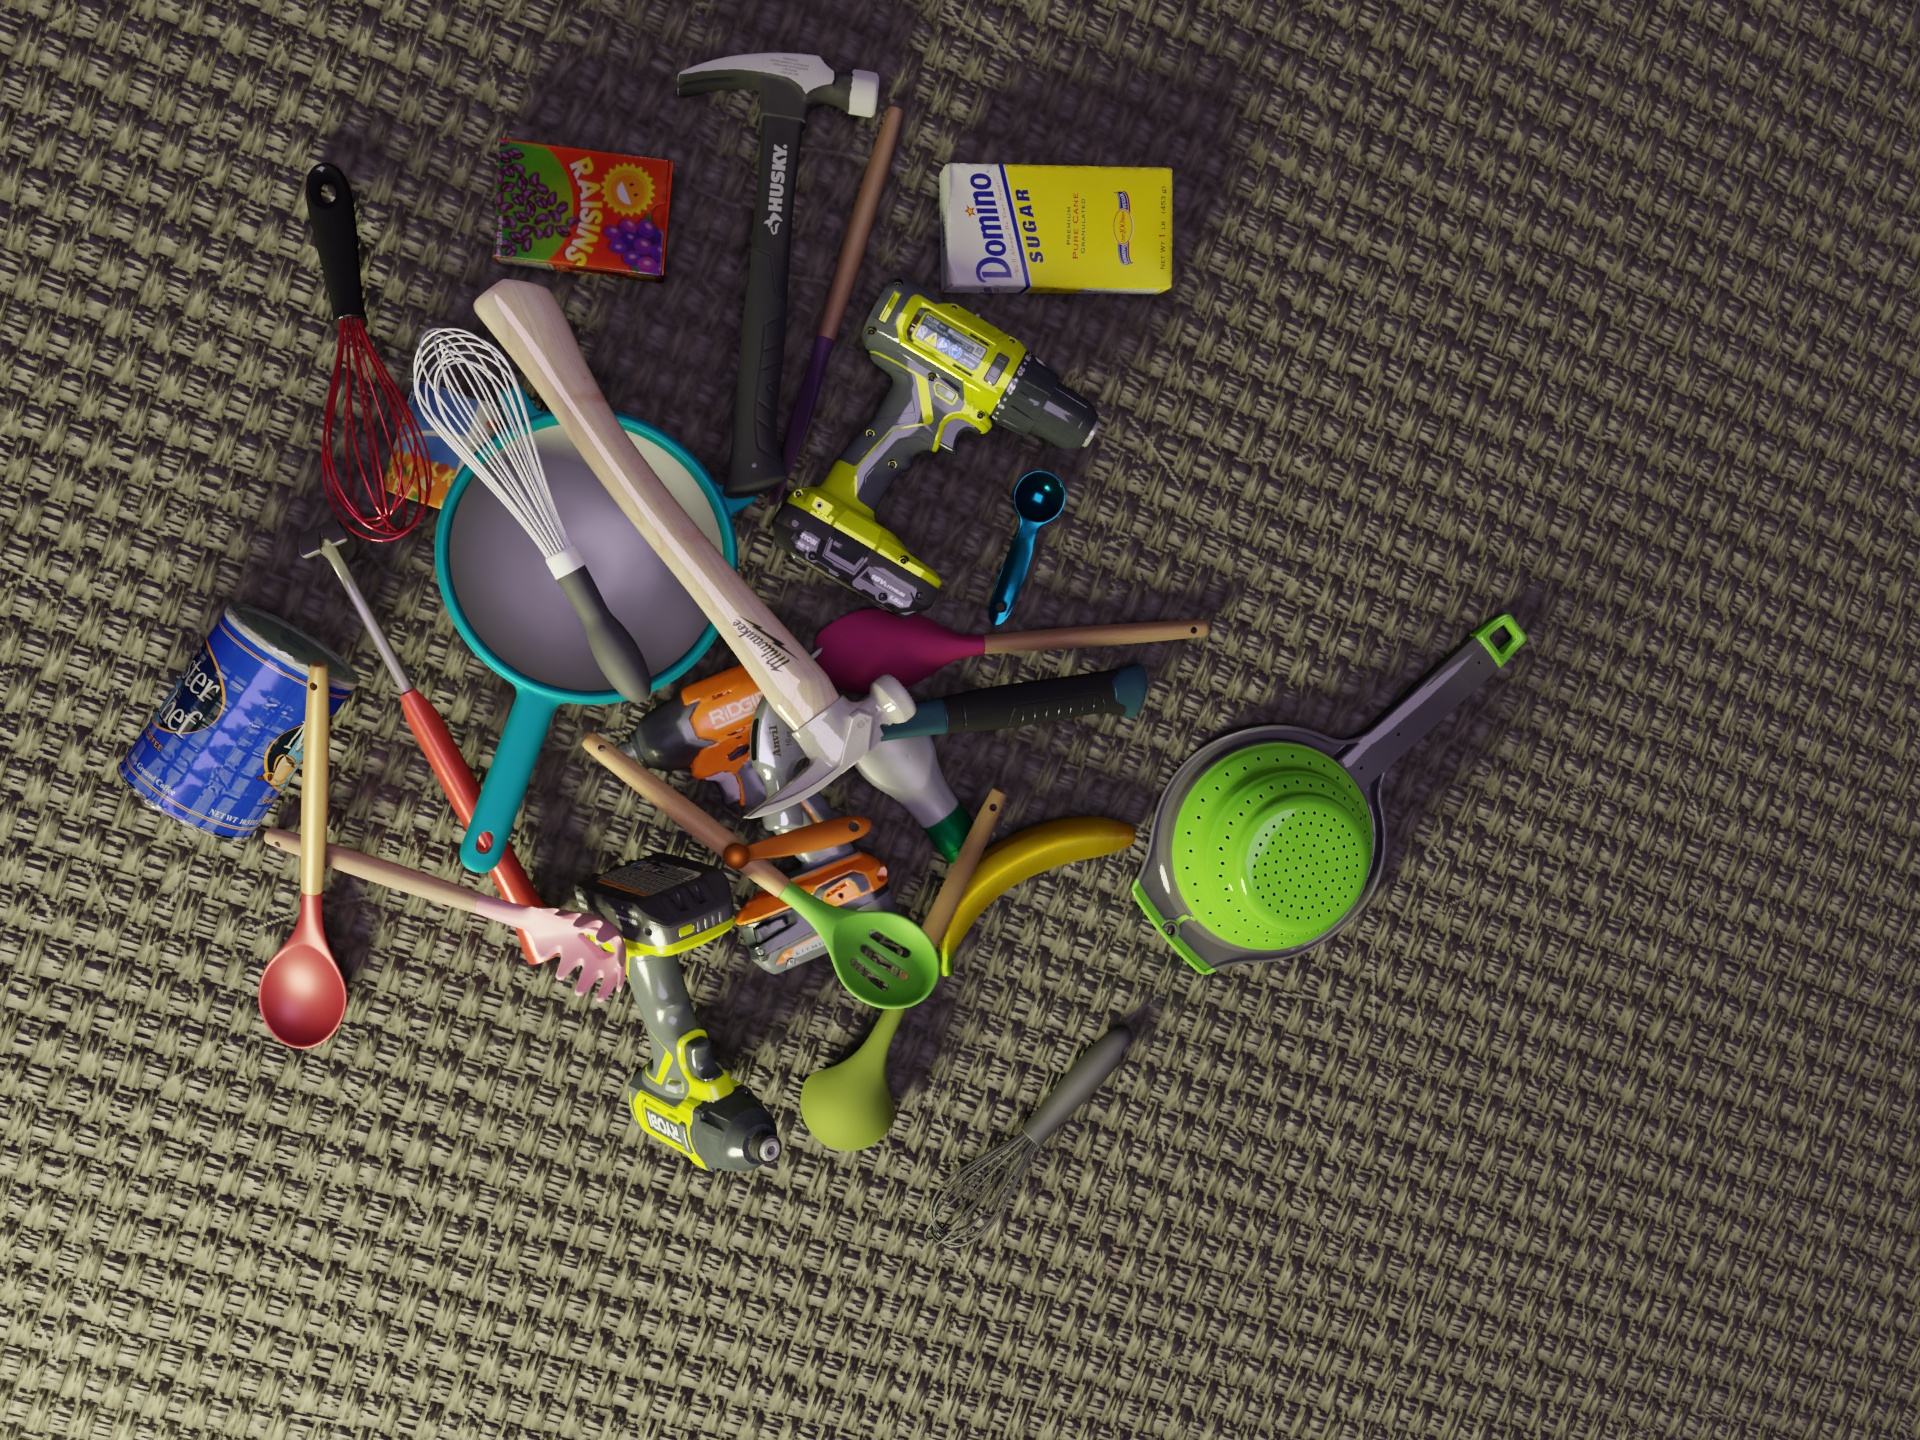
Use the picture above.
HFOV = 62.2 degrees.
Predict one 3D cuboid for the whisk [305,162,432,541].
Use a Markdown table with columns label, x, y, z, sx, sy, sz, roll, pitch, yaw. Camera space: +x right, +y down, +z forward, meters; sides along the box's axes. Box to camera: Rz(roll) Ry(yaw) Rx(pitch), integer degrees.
| label | x | y | z | sx | sy | sz | roll | pitch | yaw |
| --- | --- | --- | --- | --- | --- | --- | --- | --- | --- |
| whisk | -0.422 | -0.260 | 1.111 | 0.073 | 0.073 | 0.296 | -13 | 76 | -8 |

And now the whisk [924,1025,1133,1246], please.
| label | x | y | z | sx | sy | sz | roll | pitch | yaw |
| --- | --- | --- | --- | --- | --- | --- | --- | --- | --- |
| whisk | 0.057 | 0.341 | 1.309 | 0.055 | 0.055 | 0.239 | 45 | 84 | -12 |

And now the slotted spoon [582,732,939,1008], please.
| label | x | y | z | sx | sy | sz | roll | pitch | yaw |
| --- | --- | --- | --- | --- | --- | --- | --- | --- | --- |
| slotted spoon | -0.149 | 0.107 | 1.172 | 0.314 | 0.031 | 0.070 | 37 | 71 | -2 |

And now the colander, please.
| label | x | y | z | sx | sy | sz | roll | pitch | yaw |
| --- | --- | --- | --- | --- | --- | --- | --- | --- | --- |
| colander | 0.324 | 0.054 | 1.294 | 0.397 | 0.094 | 0.204 | -41 | 102 | -3 |

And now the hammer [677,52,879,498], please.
| label | x | y | z | sx | sy | sz | roll | pitch | yaw |
| --- | --- | --- | --- | --- | --- | --- | --- | --- | --- |
| hammer | -0.146 | -0.327 | 1.164 | 0.146 | 0.035 | 0.335 | 5 | 84 | -10 |

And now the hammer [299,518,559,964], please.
| label | x | y | z | sx | sy | sz | roll | pitch | yaw |
| --- | --- | --- | --- | --- | --- | --- | --- | --- | --- |
| hammer | -0.378 | 0.022 | 1.158 | 0.036 | 0.149 | 0.359 | -28 | 107 | -14 |

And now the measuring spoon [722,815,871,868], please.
| label | x | y | z | sx | sy | sz | roll | pitch | yaw |
| --- | --- | --- | --- | --- | --- | --- | --- | --- | --- |
| measuring spoon | -0.118 | 0.087 | 1.170 | 0.117 | 0.011 | 0.021 | -12 | 71 | -24 |

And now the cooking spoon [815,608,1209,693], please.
| label | x | y | z | sx | sy | sz | roll | pitch | yaw |
| --- | --- | --- | --- | --- | --- | --- | --- | --- | --- |
| cooking spoon | 0.044 | -0.063 | 1.267 | 0.319 | 0.017 | 0.068 | -5 | 104 | -8 |

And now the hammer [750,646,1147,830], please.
| label | x | y | z | sx | sy | sz | roll | pitch | yaw |
| --- | --- | --- | --- | --- | --- | --- | --- | --- | --- |
| hammer | -0.002 | -0.004 | 1.220 | 0.331 | 0.033 | 0.128 | -8 | 89 | -24 |

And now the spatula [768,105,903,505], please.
| label | x | y | z | sx | sy | sz | roll | pitch | yaw |
| --- | --- | --- | --- | --- | --- | --- | --- | --- | --- |
| spatula | -0.094 | -0.313 | 1.204 | 0.018 | 0.060 | 0.316 | 17 | 89 | -18 |

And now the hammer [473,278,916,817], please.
| label | x | y | z | sx | sy | sz | roll | pitch | yaw |
| --- | --- | --- | --- | --- | --- | --- | --- | --- | --- |
| hammer | -0.208 | -0.125 | 1.114 | 0.146 | 0.038 | 0.410 | -39 | 97 | -15 |

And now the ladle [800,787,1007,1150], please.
| label | x | y | z | sx | sy | sz | roll | pitch | yaw |
| --- | --- | --- | --- | --- | --- | --- | --- | --- | --- |
| ladle | -0.037 | 0.197 | 1.259 | 0.078 | 0.062 | 0.320 | 25 | 94 | -1 |

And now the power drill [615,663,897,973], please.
| label | x | y | z | sx | sy | sz | roll | pitch | yaw |
| --- | --- | --- | --- | --- | --- | --- | --- | --- | --- |
| power drill | -0.156 | 0.073 | 1.223 | 0.164 | 0.084 | 0.226 | -22 | 96 | -6 |

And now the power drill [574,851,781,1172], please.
| label | x | y | z | sx | sy | sz | roll | pitch | yaw |
| --- | --- | --- | --- | --- | --- | --- | --- | --- | --- |
| power drill | -0.202 | 0.220 | 1.177 | 0.080 | 0.171 | 0.223 | -21 | 107 | -36 |

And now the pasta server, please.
| label | x | y | z | sx | sy | sz | roll | pitch | yaw |
| --- | --- | --- | --- | --- | --- | --- | --- | --- | --- |
| pasta server | -0.374 | 0.129 | 1.148 | 0.316 | 0.040 | 0.060 | 15 | 121 | 15 |

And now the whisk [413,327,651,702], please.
| label | x | y | z | sx | sy | sz | roll | pitch | yaw |
| --- | --- | --- | --- | --- | --- | --- | --- | --- | --- |
| whisk | -0.286 | -0.137 | 1.086 | 0.070 | 0.070 | 0.284 | -29 | 103 | -5 |

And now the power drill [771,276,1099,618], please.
| label | x | y | z | sx | sy | sz | roll | pitch | yaw |
| --- | --- | --- | --- | --- | --- | --- | --- | --- | --- |
| power drill | -0.021 | -0.196 | 1.208 | 0.190 | 0.080 | 0.228 | 30 | 89 | -5 |

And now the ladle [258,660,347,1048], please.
| label | x | y | z | sx | sy | sz | roll | pitch | yaw |
| --- | --- | --- | --- | --- | --- | --- | --- | --- | --- |
| ladle | -0.471 | 0.101 | 1.153 | 0.069 | 0.031 | 0.315 | 13 | 114 | 2 |

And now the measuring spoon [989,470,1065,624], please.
| label | x | y | z | sx | sy | sz | roll | pitch | yaw |
| --- | --- | --- | --- | --- | --- | --- | --- | --- | --- |
| measuring spoon | 0.047 | -0.138 | 1.266 | 0.042 | 0.021 | 0.128 | 16 | 103 | -14 |

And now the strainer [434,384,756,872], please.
| label | x | y | z | sx | sy | sz | roll | pitch | yaw |
| --- | --- | --- | --- | --- | --- | --- | --- | --- | --- |
| strainer | -0.295 | -0.055 | 1.156 | 0.211 | 0.095 | 0.340 | 21 | 82 | -18 |
